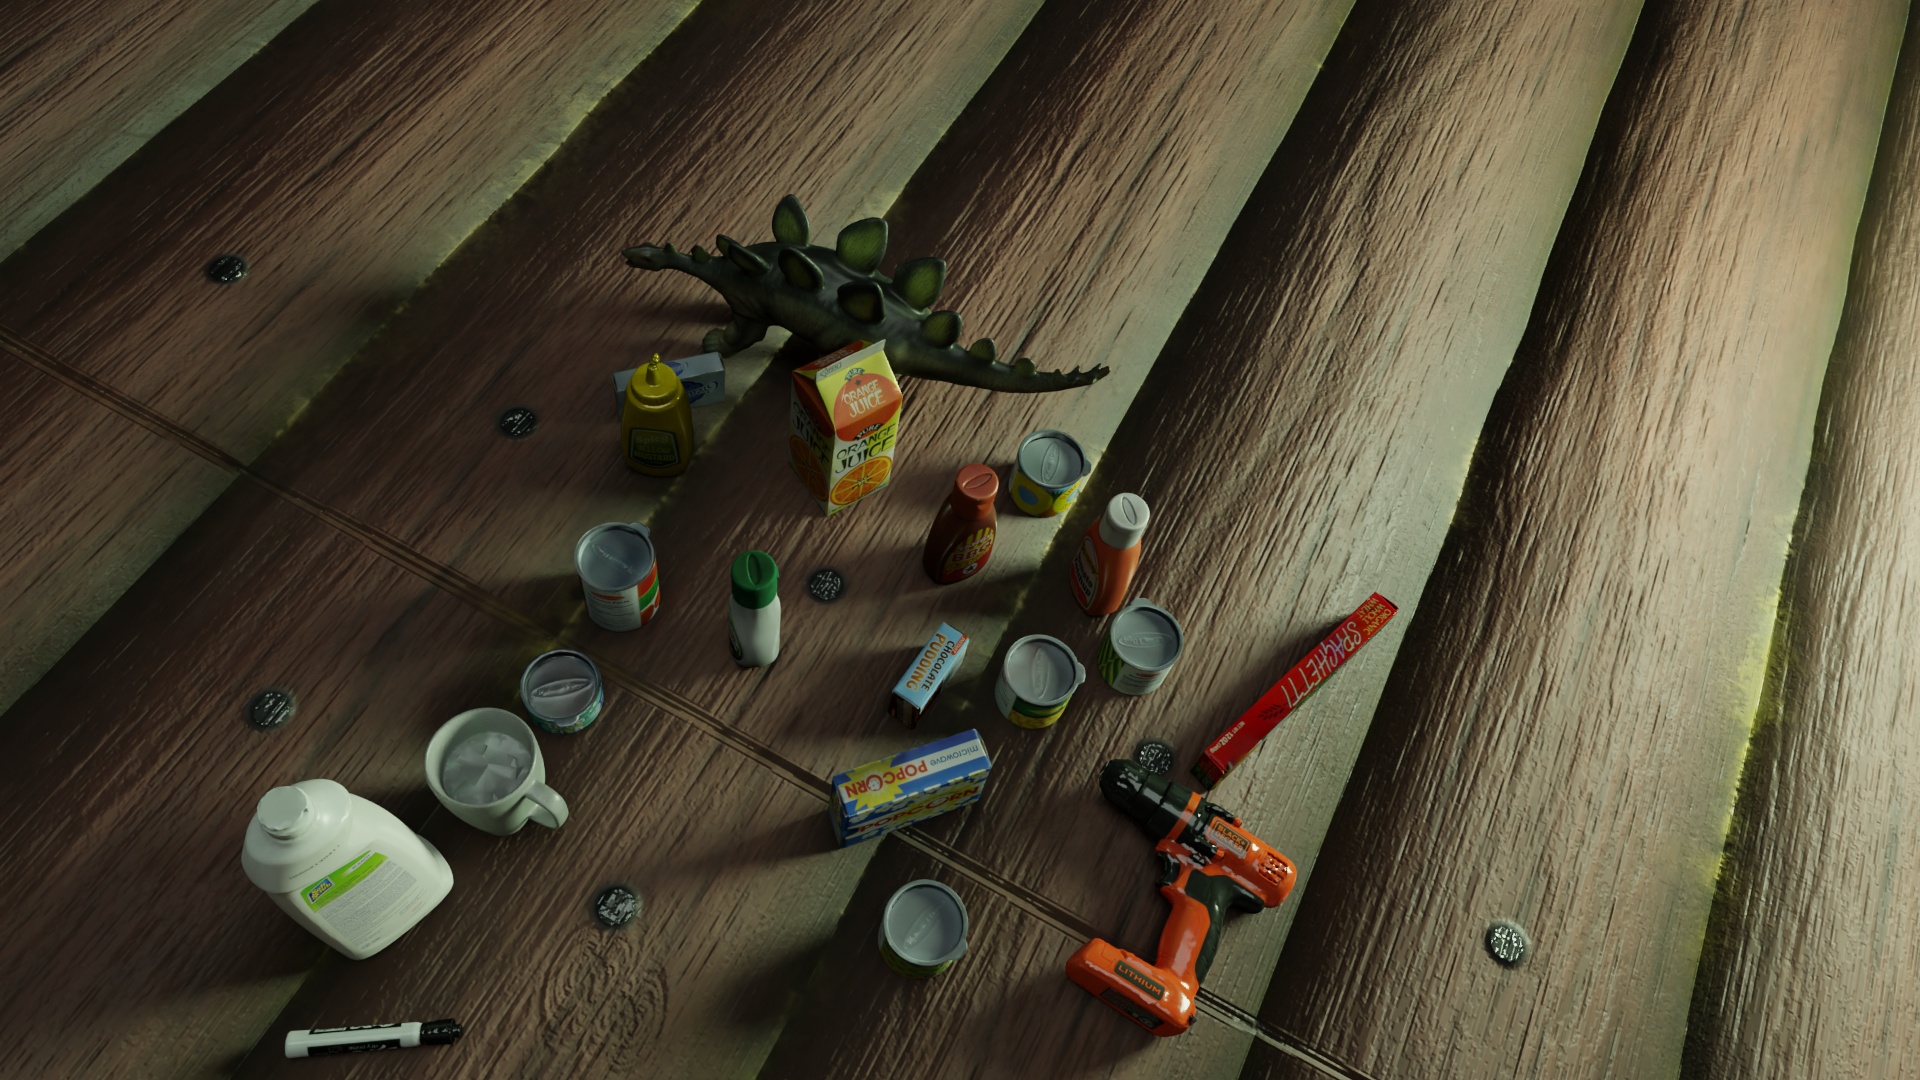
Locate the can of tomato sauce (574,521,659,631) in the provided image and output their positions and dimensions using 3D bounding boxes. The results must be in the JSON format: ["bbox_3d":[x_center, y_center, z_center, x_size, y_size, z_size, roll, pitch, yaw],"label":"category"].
[{"bbox_3d":[-0.294,0.031,1.198,0.071,0.082,0.071,4,61,-7],"label":"can of tomato sauce"}]

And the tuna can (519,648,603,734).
[{"bbox_3d":[-0.333,0.129,1.165,0.071,0.032,0.071,4,60,-7],"label":"tuna can"}]

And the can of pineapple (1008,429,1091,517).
[{"bbox_3d":[0.084,-0.062,1.322,0.071,0.057,0.071,4,61,-7],"label":"can of pineapple"}]

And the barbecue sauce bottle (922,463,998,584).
[{"bbox_3d":[0.004,-0.015,1.231,0.065,0.147,0.044,-25,68,-20],"label":"barbecue sauce bottle"}]

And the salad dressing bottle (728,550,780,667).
[{"bbox_3d":[-0.173,0.057,1.164,0.044,0.147,0.064,-7,63,-12],"label":"salad dressing bottle"}]

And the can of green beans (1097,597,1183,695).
[{"bbox_3d":[0.160,0.098,1.244,0.071,0.057,0.071,4,61,-7],"label":"can of green beans"}]

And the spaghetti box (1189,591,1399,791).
[{"bbox_3d":[0.303,0.133,1.250,0.251,0.050,0.029,-37,72,-25],"label":"spaghetti box"}]

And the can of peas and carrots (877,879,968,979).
[{"bbox_3d":[-0.028,0.309,1.095,0.071,0.058,0.071,4,61,-7],"label":"can of peas and carrots"}]

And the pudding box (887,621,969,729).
[{"bbox_3d":[-0.027,0.117,1.209,0.030,0.049,0.084,32,61,9],"label":"pudding box"}]

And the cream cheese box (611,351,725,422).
[{"bbox_3d":[-0.275,-0.145,1.316,0.104,0.053,0.024,-15,64,-16],"label":"cream cheese box"}]

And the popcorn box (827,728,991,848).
[{"bbox_3d":[-0.043,0.204,1.137,0.127,0.084,0.038,-16,65,-17],"label":"popcorn box"}]

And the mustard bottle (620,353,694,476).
[{"bbox_3d":[-0.272,-0.115,1.238,0.065,0.159,0.049,5,61,-6],"label":"mustard bottle"}]

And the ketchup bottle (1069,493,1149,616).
[{"bbox_3d":[0.134,0.010,1.237,0.043,0.148,0.065,-11,63,-14],"label":"ketchup bottle"}]

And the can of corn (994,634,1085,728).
[{"bbox_3d":[0.068,0.125,1.214,0.071,0.058,0.071,4,61,-7],"label":"can of corn"}]

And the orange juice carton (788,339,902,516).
[{"bbox_3d":[-0.104,-0.109,1.242,0.072,0.191,0.073,-29,69,-22],"label":"orange juice carton"}]
